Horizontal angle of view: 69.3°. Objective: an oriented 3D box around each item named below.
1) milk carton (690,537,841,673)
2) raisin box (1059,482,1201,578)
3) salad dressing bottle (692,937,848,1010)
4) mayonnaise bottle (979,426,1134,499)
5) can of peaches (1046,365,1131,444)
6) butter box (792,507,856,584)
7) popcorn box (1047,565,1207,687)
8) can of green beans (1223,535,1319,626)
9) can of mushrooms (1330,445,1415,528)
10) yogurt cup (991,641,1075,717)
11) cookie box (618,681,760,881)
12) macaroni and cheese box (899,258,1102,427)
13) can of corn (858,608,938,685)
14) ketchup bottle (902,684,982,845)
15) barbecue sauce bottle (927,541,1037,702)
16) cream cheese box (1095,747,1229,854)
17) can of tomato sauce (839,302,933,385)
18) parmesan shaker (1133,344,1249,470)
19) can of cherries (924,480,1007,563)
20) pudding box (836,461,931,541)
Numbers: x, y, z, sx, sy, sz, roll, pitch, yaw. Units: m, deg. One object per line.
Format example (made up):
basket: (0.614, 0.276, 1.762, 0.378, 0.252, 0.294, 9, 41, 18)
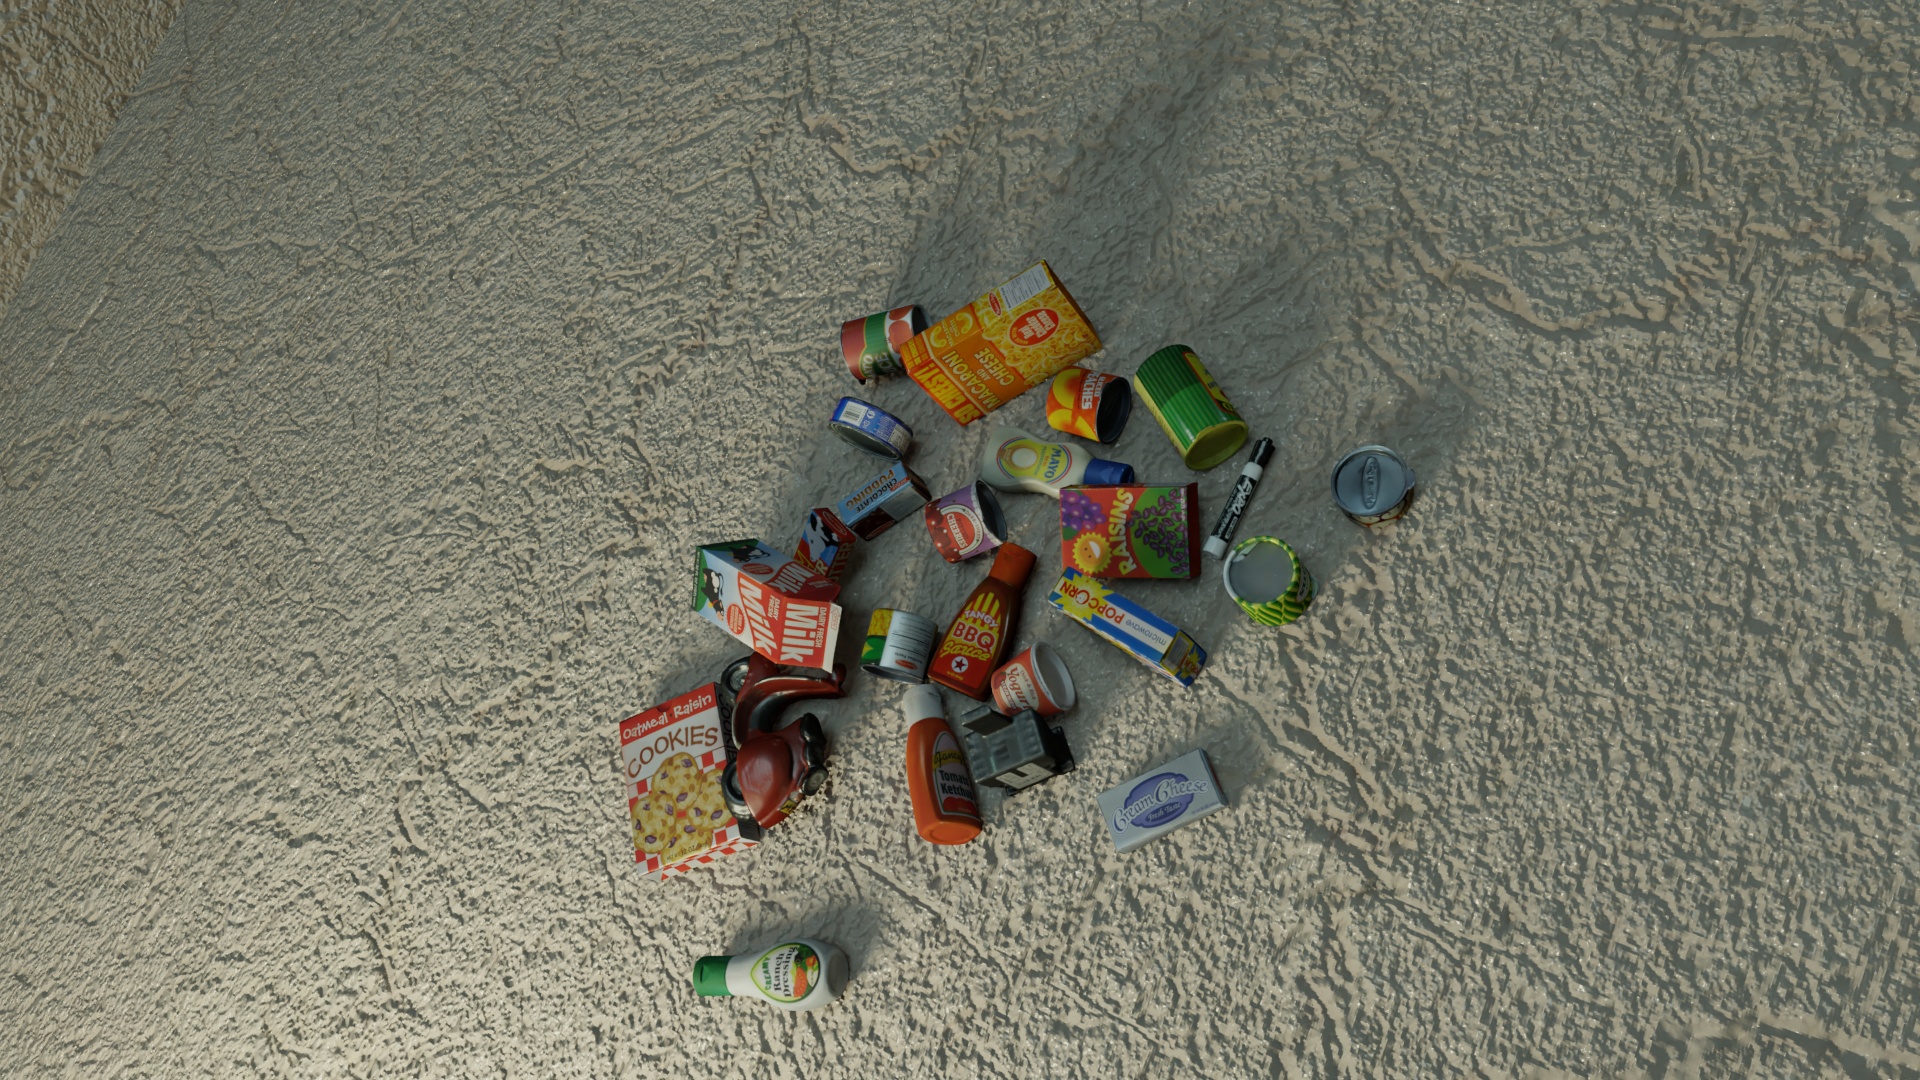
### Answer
milk carton: (-0.183, 0.064, 1.379, 0.191, 0.074, 0.072, 26, 115, 40)
raisin box: (0.155, -0.010, 1.272, 0.123, 0.040, 0.086, 0, 98, 26)
salad dressing bottle: (-0.178, 0.403, 1.287, 0.147, 0.044, 0.064, -9, 65, 23)
mayonnaise bottle: (0.094, -0.069, 1.343, 0.148, 0.041, 0.065, 13, 78, 29)
can of peaches: (0.123, -0.133, 1.337, 0.058, 0.071, 0.071, 19, 80, 32)
butter box: (-0.144, 0.023, 1.407, 0.053, 0.024, 0.103, 44, 123, 32)
popcorn box: (0.149, 0.077, 1.231, 0.127, 0.085, 0.038, 30, 87, 32)
can of green beans: (0.267, 0.035, 1.205, 0.071, 0.057, 0.071, -10, 66, 23)
can of mushrooms: (0.360, -0.046, 1.206, 0.071, 0.033, 0.071, -10, 65, 23)
yogurt cup: (0.065, 0.133, 1.264, 0.054, 0.072, 0.072, -30, 60, 23)
cookie box: (-0.276, 0.242, 1.402, 0.123, 0.040, 0.168, -24, 61, 16)
macaroni and cheese box: (0.041, -0.191, 1.370, 0.166, 0.123, 0.040, -29, 58, 14)
can of corn: (-0.060, 0.102, 1.338, 0.071, 0.071, 0.058, 6, 73, 28)
ketchup bottle: (-0.023, 0.205, 1.282, 0.043, 0.065, 0.149, -39, 47, 30)
barbecue sauce bottle: (0.027, 0.075, 1.317, 0.065, 0.043, 0.149, 21, 80, 22)
cream cheese box: (0.173, 0.225, 1.195, 0.103, 0.024, 0.053, -28, 60, 14)
can of tomato sauce: (-0.075, -0.208, 1.469, 0.083, 0.071, 0.071, -11, 66, 22)
parmesan shaker: (0.212, -0.126, 1.289, 0.071, 0.071, 0.103, -34, 59, 11)
can of cherries: (0.005, -0.017, 1.349, 0.058, 0.071, 0.072, -23, 62, 17)
pudding box: (-0.078, -0.039, 1.411, 0.083, 0.049, 0.030, -33, 58, 11)
